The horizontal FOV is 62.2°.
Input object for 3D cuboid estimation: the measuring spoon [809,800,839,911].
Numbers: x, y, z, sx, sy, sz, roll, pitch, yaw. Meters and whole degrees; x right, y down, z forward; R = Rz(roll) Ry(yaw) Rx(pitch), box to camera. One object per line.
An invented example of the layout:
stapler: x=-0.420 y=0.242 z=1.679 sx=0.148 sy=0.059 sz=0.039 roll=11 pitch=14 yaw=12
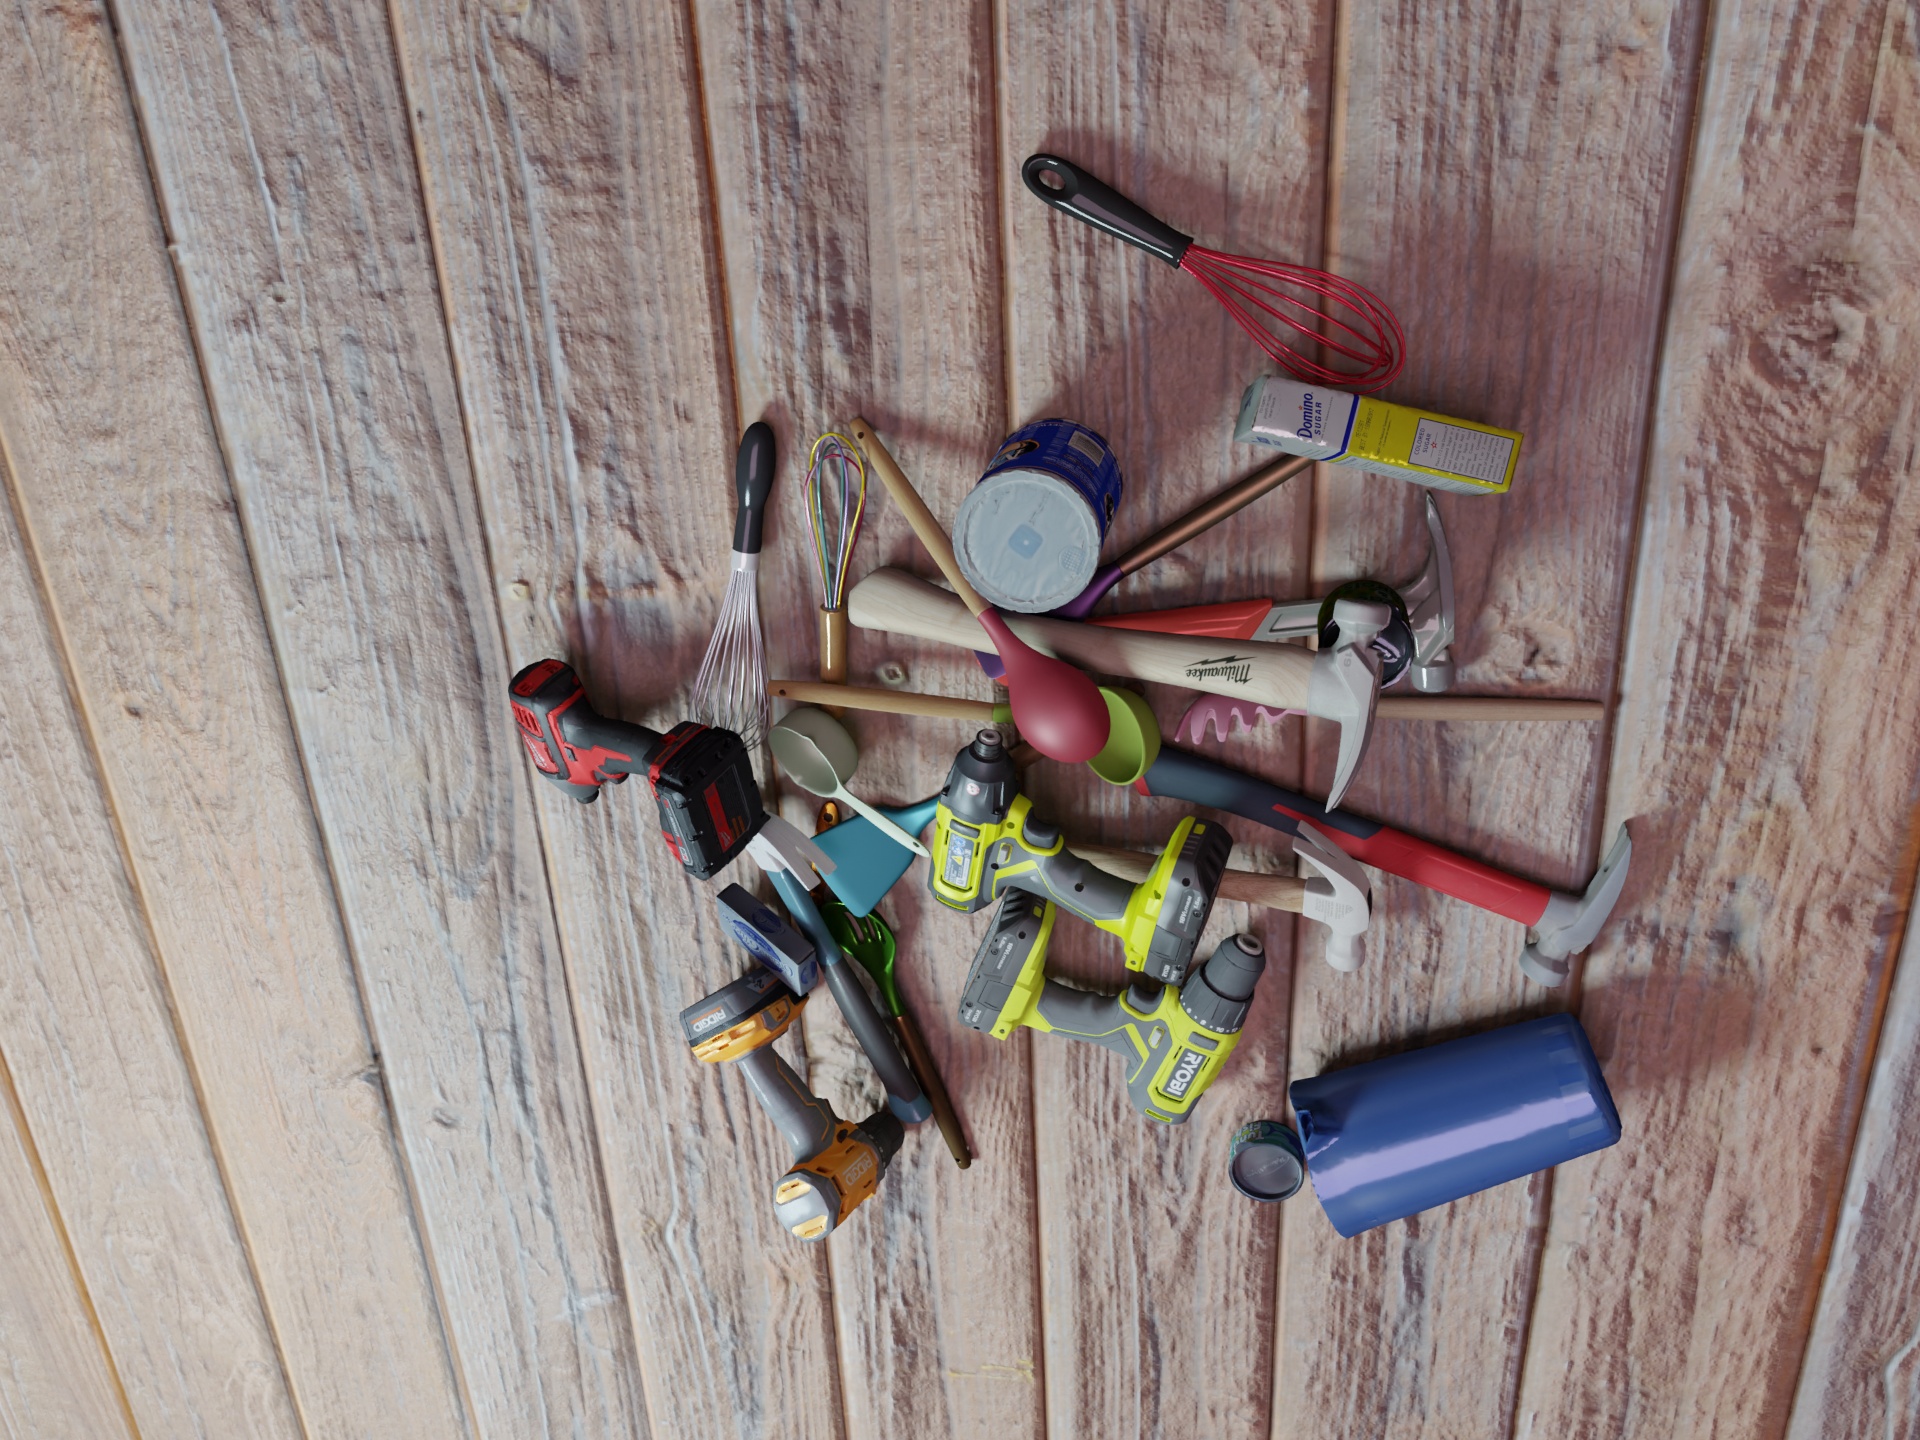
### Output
measuring spoon: x=-0.121 y=0.122 z=1.385 sx=0.021 sy=0.011 sz=0.116 roll=14 pitch=117 yaw=6

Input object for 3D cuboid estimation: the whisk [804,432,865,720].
whisk: x=-0.098 y=-0.108 z=1.255 sx=0.047 sy=0.051 sz=0.244 roll=5 pitch=119 yaw=4

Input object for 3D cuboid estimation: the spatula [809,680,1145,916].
spatula: x=0.017 y=0.054 z=1.303 sx=0.317 sy=0.044 sz=0.082 roll=-32 pitch=99 yaw=23

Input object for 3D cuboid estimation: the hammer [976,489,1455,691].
hammer: x=0.187 y=-0.079 z=1.205 sx=0.359 sy=0.037 sz=0.149 roll=-5 pitch=113 yaw=15

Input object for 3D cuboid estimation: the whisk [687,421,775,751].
whisk: x=-0.176 y=-0.099 z=1.273 sx=0.070 sy=0.070 sz=0.284 roll=12 pitch=112 yaw=7

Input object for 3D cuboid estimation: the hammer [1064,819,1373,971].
hammer: x=0.163 y=0.122 z=1.285 sx=0.331 sy=0.031 sz=0.130 roll=8 pitch=131 yaw=17

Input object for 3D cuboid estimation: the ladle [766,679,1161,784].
ladle: x=-0.002 y=-0.004 z=1.248 sx=0.320 sy=0.062 sz=0.078 roll=7 pitch=117 yaw=11

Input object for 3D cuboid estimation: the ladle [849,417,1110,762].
ladle: x=0.006 y=-0.101 z=1.175 sx=0.069 sy=0.031 sz=0.315 roll=-40 pitch=76 yaw=24

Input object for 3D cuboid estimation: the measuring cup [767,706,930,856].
measuring cup: x=-0.083 y=0.050 z=1.303 sx=0.167 sy=0.038 sz=0.083 roll=37 pitch=150 yaw=7

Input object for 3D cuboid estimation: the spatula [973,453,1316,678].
spatula: x=0.141 y=-0.129 z=1.185 sx=0.316 sy=0.018 sz=0.060 roll=-30 pitch=72 yaw=17

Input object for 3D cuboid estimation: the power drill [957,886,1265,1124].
power drill: x=0.129 y=0.227 z=1.342 sx=0.228 sy=0.080 sz=0.190 roll=22 pitch=119 yaw=-1

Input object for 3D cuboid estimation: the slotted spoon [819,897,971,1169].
slotted spoon: x=-0.048 y=0.284 z=1.437 sx=0.070 sy=0.031 sz=0.313 roll=-5 pitch=117 yaw=35

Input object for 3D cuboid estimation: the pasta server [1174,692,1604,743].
pasta server: x=0.322 y=-0.002 z=1.209 sx=0.316 sy=0.060 sz=0.040 roll=1 pitch=84 yaw=10

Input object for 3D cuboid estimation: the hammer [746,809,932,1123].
hammer: x=-0.109 y=0.218 z=1.388 sx=0.128 sy=0.033 sz=0.330 roll=2 pitch=124 yaw=51

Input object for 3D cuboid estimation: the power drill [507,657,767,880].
power drill: x=-0.272 y=0.041 z=1.311 sx=0.220 sy=0.078 sz=0.143 roll=21 pitch=140 yaw=30

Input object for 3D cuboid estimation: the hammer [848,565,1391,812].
hammer: x=0.099 y=-0.044 z=1.166 sx=0.411 sy=0.038 sz=0.146 roll=12 pitch=99 yaw=25

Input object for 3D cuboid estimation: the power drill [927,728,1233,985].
power drill: x=0.088 y=0.104 z=1.232 sx=0.223 sy=0.080 sz=0.171 roll=20 pitch=131 yaw=13

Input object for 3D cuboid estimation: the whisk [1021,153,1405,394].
whisk: x=0.171 y=-0.311 z=1.089 sx=0.296 sy=0.073 sz=0.073 roll=31 pitch=118 yaw=5

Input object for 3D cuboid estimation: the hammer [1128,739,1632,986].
hammer: x=0.321 y=0.081 z=1.249 sx=0.386 sy=0.038 sz=0.143 roll=21 pitch=116 yaw=3

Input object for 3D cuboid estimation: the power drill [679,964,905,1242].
power drill: x=-0.137 y=0.326 z=1.418 sx=0.084 sy=0.185 sz=0.226 roll=-30 pitch=86 yaw=24
